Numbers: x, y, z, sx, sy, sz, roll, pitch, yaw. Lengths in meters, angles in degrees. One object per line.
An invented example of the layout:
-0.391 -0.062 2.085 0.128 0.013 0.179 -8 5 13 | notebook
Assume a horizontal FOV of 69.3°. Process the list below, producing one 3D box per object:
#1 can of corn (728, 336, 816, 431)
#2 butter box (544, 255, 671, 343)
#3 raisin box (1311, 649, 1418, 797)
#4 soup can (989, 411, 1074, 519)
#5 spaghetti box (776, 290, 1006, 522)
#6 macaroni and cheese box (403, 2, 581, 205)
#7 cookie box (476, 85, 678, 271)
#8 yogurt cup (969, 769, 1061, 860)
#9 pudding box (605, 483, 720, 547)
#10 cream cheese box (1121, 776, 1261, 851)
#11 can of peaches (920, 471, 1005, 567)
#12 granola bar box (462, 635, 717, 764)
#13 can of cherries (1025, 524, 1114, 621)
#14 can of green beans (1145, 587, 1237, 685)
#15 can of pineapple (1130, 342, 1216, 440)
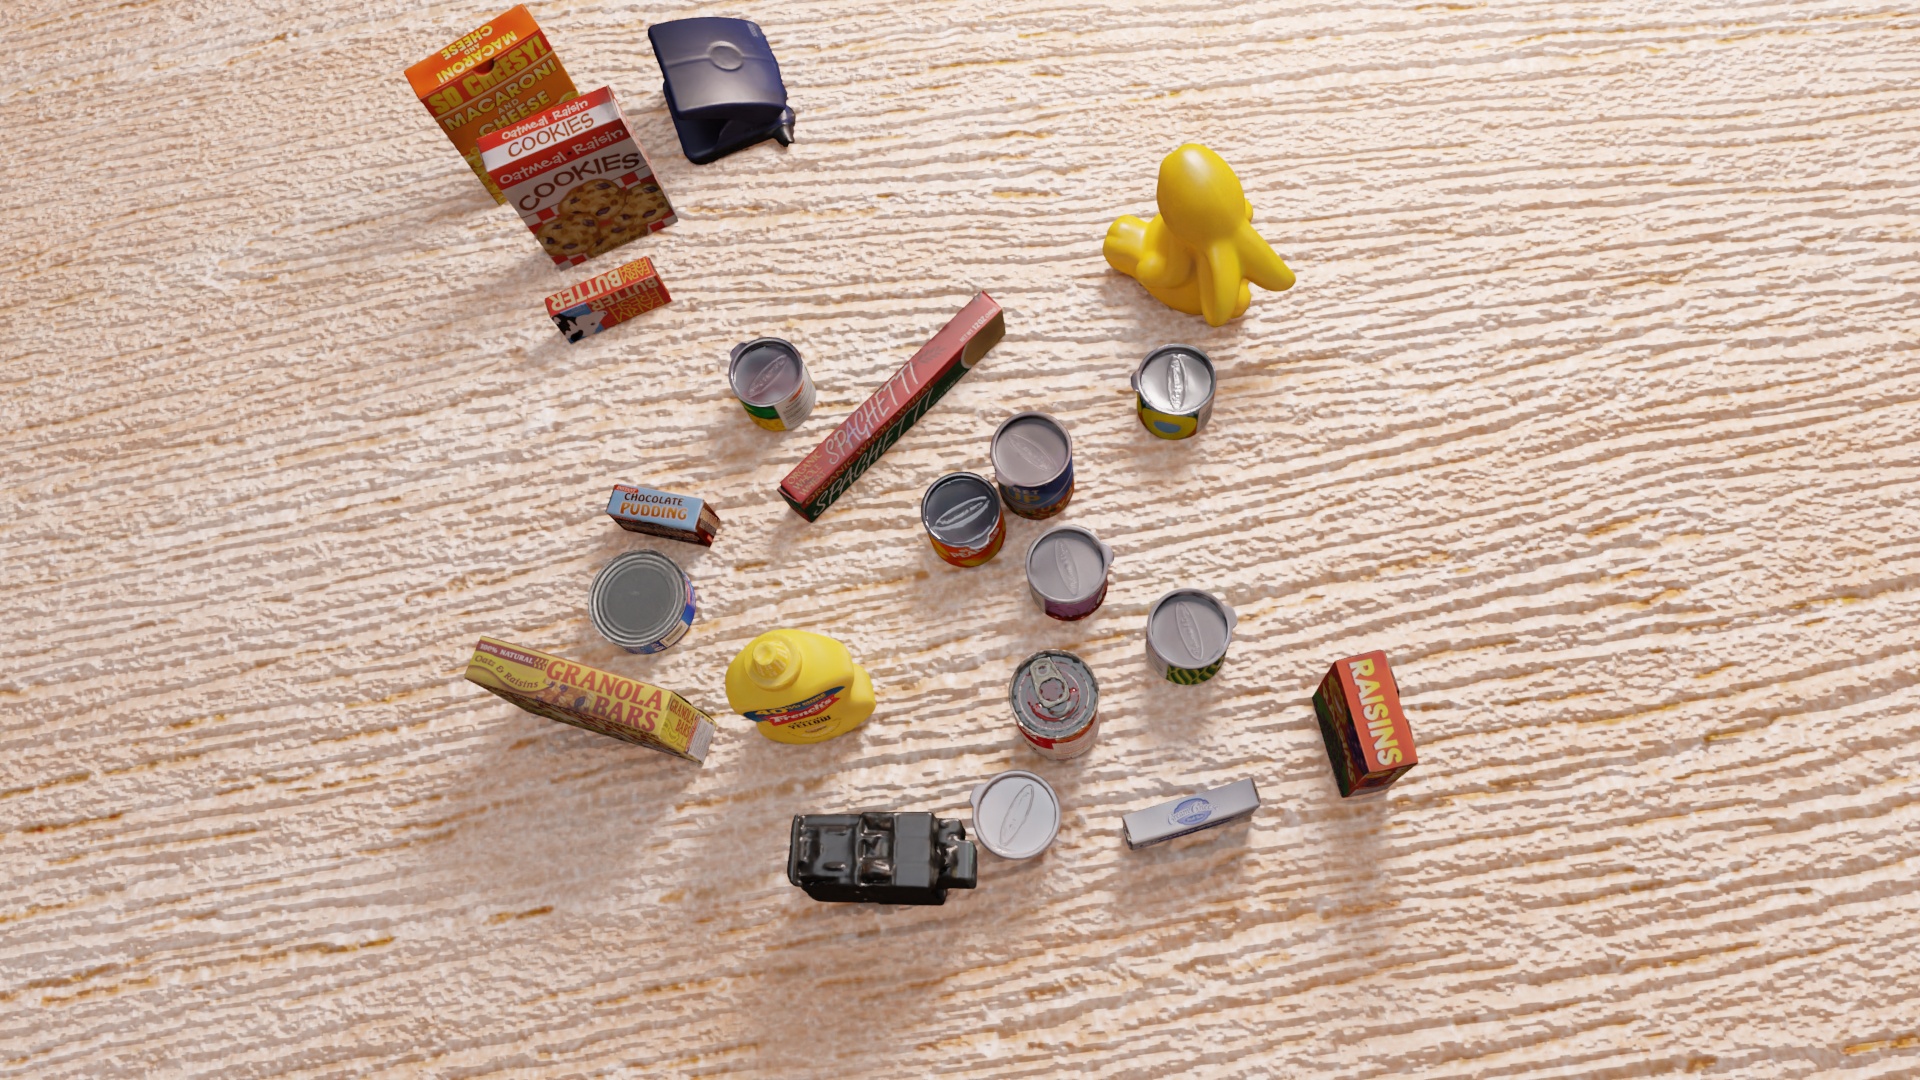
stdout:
-0.166 -0.138 1.218 0.071 0.058 0.071 -2 71 6 | can of corn
-0.320 -0.219 1.267 0.103 0.053 0.024 -23 70 -2 | butter box
0.299 0.139 1.033 0.040 0.123 0.086 -12 70 2 | raisin box
0.059 -0.059 1.151 0.071 0.083 0.071 -2 71 6 | soup can
-0.056 -0.115 1.202 0.029 0.050 0.250 42 80 18 | spaghetti box
-0.414 -0.398 1.280 0.124 0.166 0.040 -33 71 -5 | macaroni and cheese box
-0.339 -0.321 1.244 0.123 0.167 0.040 -24 70 -2 | cookie box
0.045 0.215 1.071 0.072 0.053 0.072 -2 71 6 | yogurt cup
-0.254 -0.022 1.191 0.084 0.049 0.030 11 73 10 | pudding box
0.175 0.209 1.059 0.104 0.053 0.024 -17 70 0 | cream cheese box
0.004 -0.014 1.155 0.071 0.058 0.071 -2 71 6 | can of peaches
-0.289 0.127 1.102 0.166 0.124 0.039 14 73 11 | granola bar box
0.090 0.027 1.130 0.071 0.058 0.071 -2 71 6 | can of cherries
0.180 0.077 1.103 0.071 0.057 0.071 -2 71 6 | can of green beans
0.180 -0.126 1.175 0.071 0.057 0.071 -2 71 6 | can of pineapple
